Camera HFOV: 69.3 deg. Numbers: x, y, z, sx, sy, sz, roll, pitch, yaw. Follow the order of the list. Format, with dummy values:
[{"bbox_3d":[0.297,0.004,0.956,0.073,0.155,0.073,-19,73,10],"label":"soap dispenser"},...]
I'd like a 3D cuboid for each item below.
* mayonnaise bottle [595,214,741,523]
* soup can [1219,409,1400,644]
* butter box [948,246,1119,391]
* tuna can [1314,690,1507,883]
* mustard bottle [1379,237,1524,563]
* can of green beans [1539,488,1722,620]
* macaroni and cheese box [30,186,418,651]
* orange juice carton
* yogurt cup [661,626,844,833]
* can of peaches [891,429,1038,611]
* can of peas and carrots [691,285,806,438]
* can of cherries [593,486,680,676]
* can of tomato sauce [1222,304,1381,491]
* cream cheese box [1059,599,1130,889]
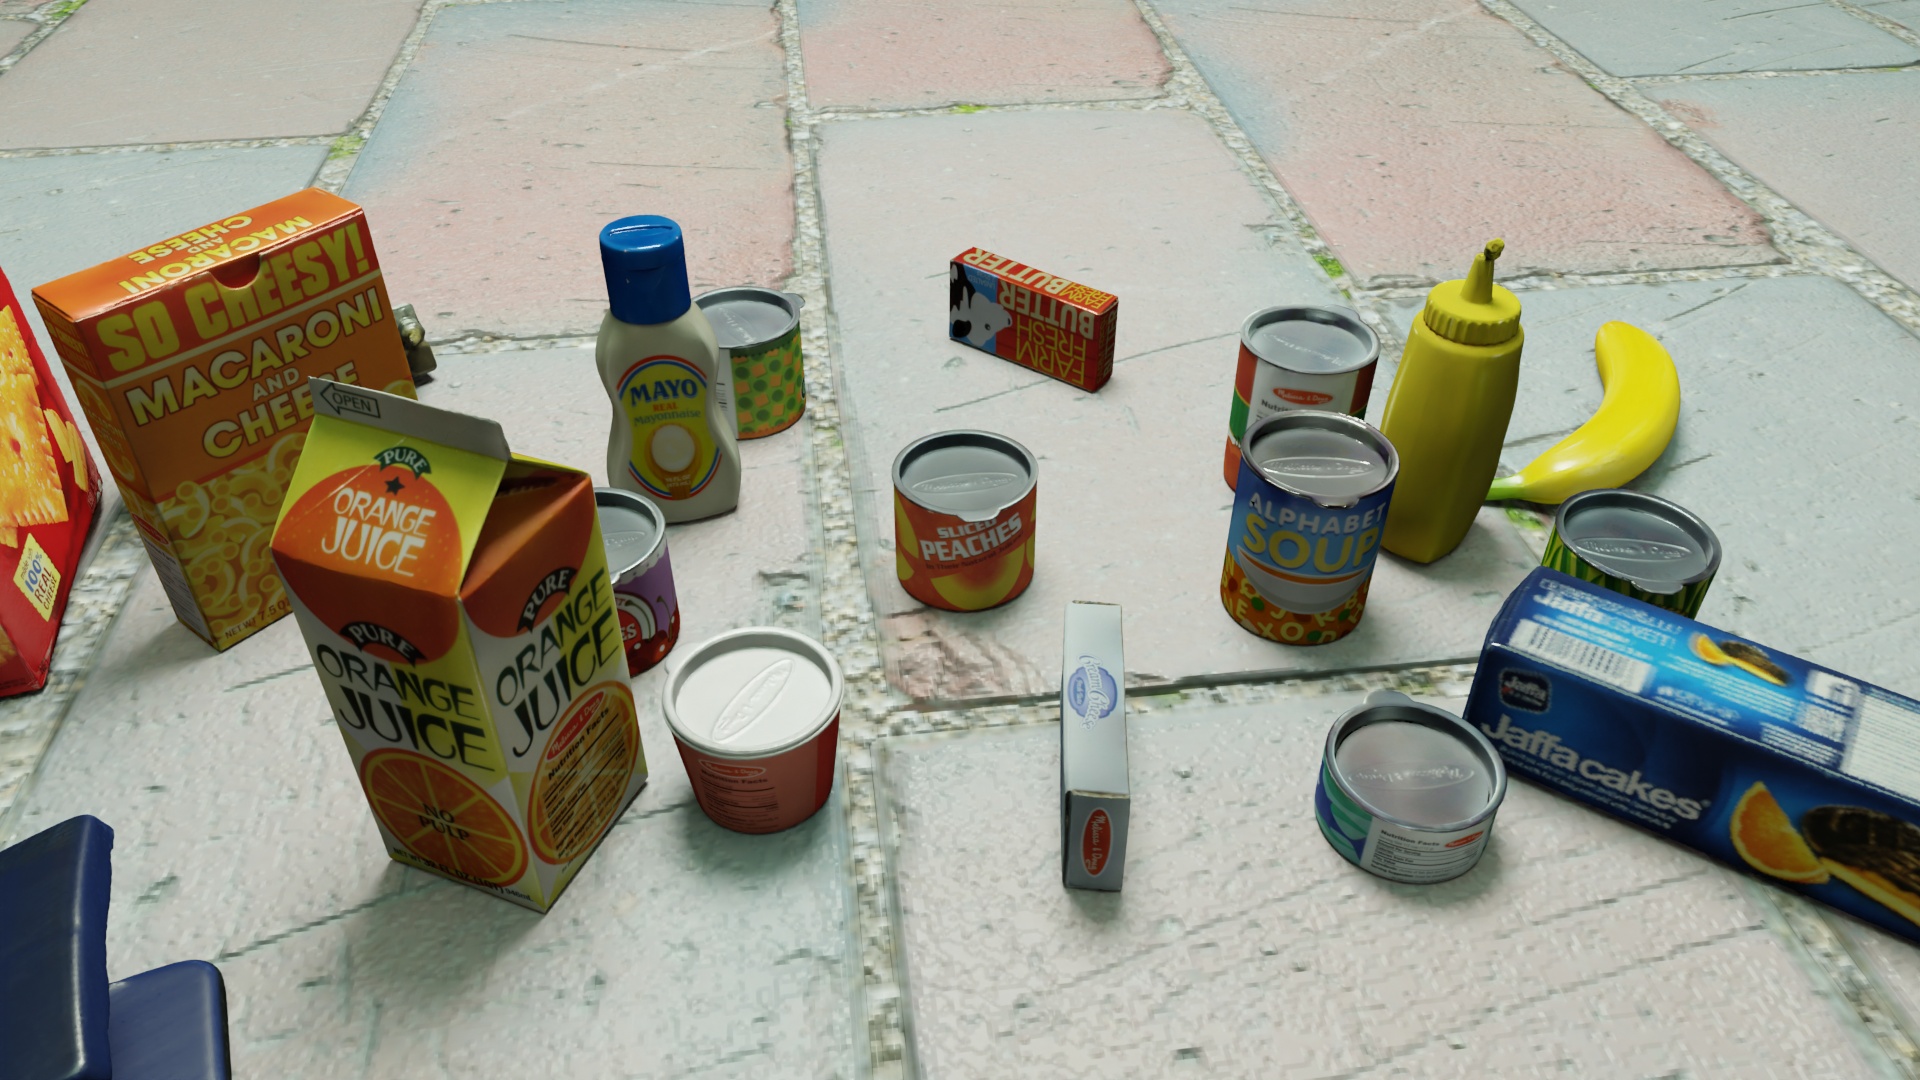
[{"bbox_3d":[-0.140,-0.077,0.650,0.065,0.147,0.041,-9,39,-11],"label":"mayonnaise bottle"},{"bbox_3d":[0.152,-0.004,0.611,0.071,0.083,0.072,0,38,0],"label":"soup can"},{"bbox_3d":[0.041,-0.127,0.791,0.103,0.052,0.024,25,44,28],"label":"butter box"},{"bbox_3d":[0.169,0.093,0.529,0.071,0.032,0.071,0,38,0],"label":"tuna can"},{"bbox_3d":[0.223,-0.066,0.629,0.049,0.159,0.065,29,46,31],"label":"mustard bottle"},{"bbox_3d":[0.285,0.020,0.603,0.071,0.057,0.071,0,38,0],"label":"can of green beans"},{"bbox_3d":[-0.300,-0.052,0.603,0.040,0.165,0.124,25,44,28],"label":"macaroni and cheese box"},{"bbox_3d":[-0.168,0.032,0.476,0.072,0.191,0.073,14,40,16],"label":"orange juice carton"},{"bbox_3d":[-0.077,0.075,0.533,0.072,0.053,0.073,0,38,0],"label":"yogurt cup"},{"bbox_3d":[0.002,-0.008,0.636,0.071,0.057,0.071,0,38,0],"label":"can of peaches"},{"bbox_3d":[-0.115,-0.097,0.748,0.071,0.058,0.071,0,38,0],"label":"can of peas and carrots"},{"bbox_3d":[-0.157,0.021,0.598,0.071,0.058,0.072,0,38,0],"label":"can of cherries"},{"bbox_3d":[0.168,-0.067,0.691,0.071,0.082,0.071,0,38,0],"label":"can of tomato sauce"},{"bbox_3d":[0.050,0.076,0.533,0.024,0.053,0.104,2,38,3],"label":"cream cheese box"}]
